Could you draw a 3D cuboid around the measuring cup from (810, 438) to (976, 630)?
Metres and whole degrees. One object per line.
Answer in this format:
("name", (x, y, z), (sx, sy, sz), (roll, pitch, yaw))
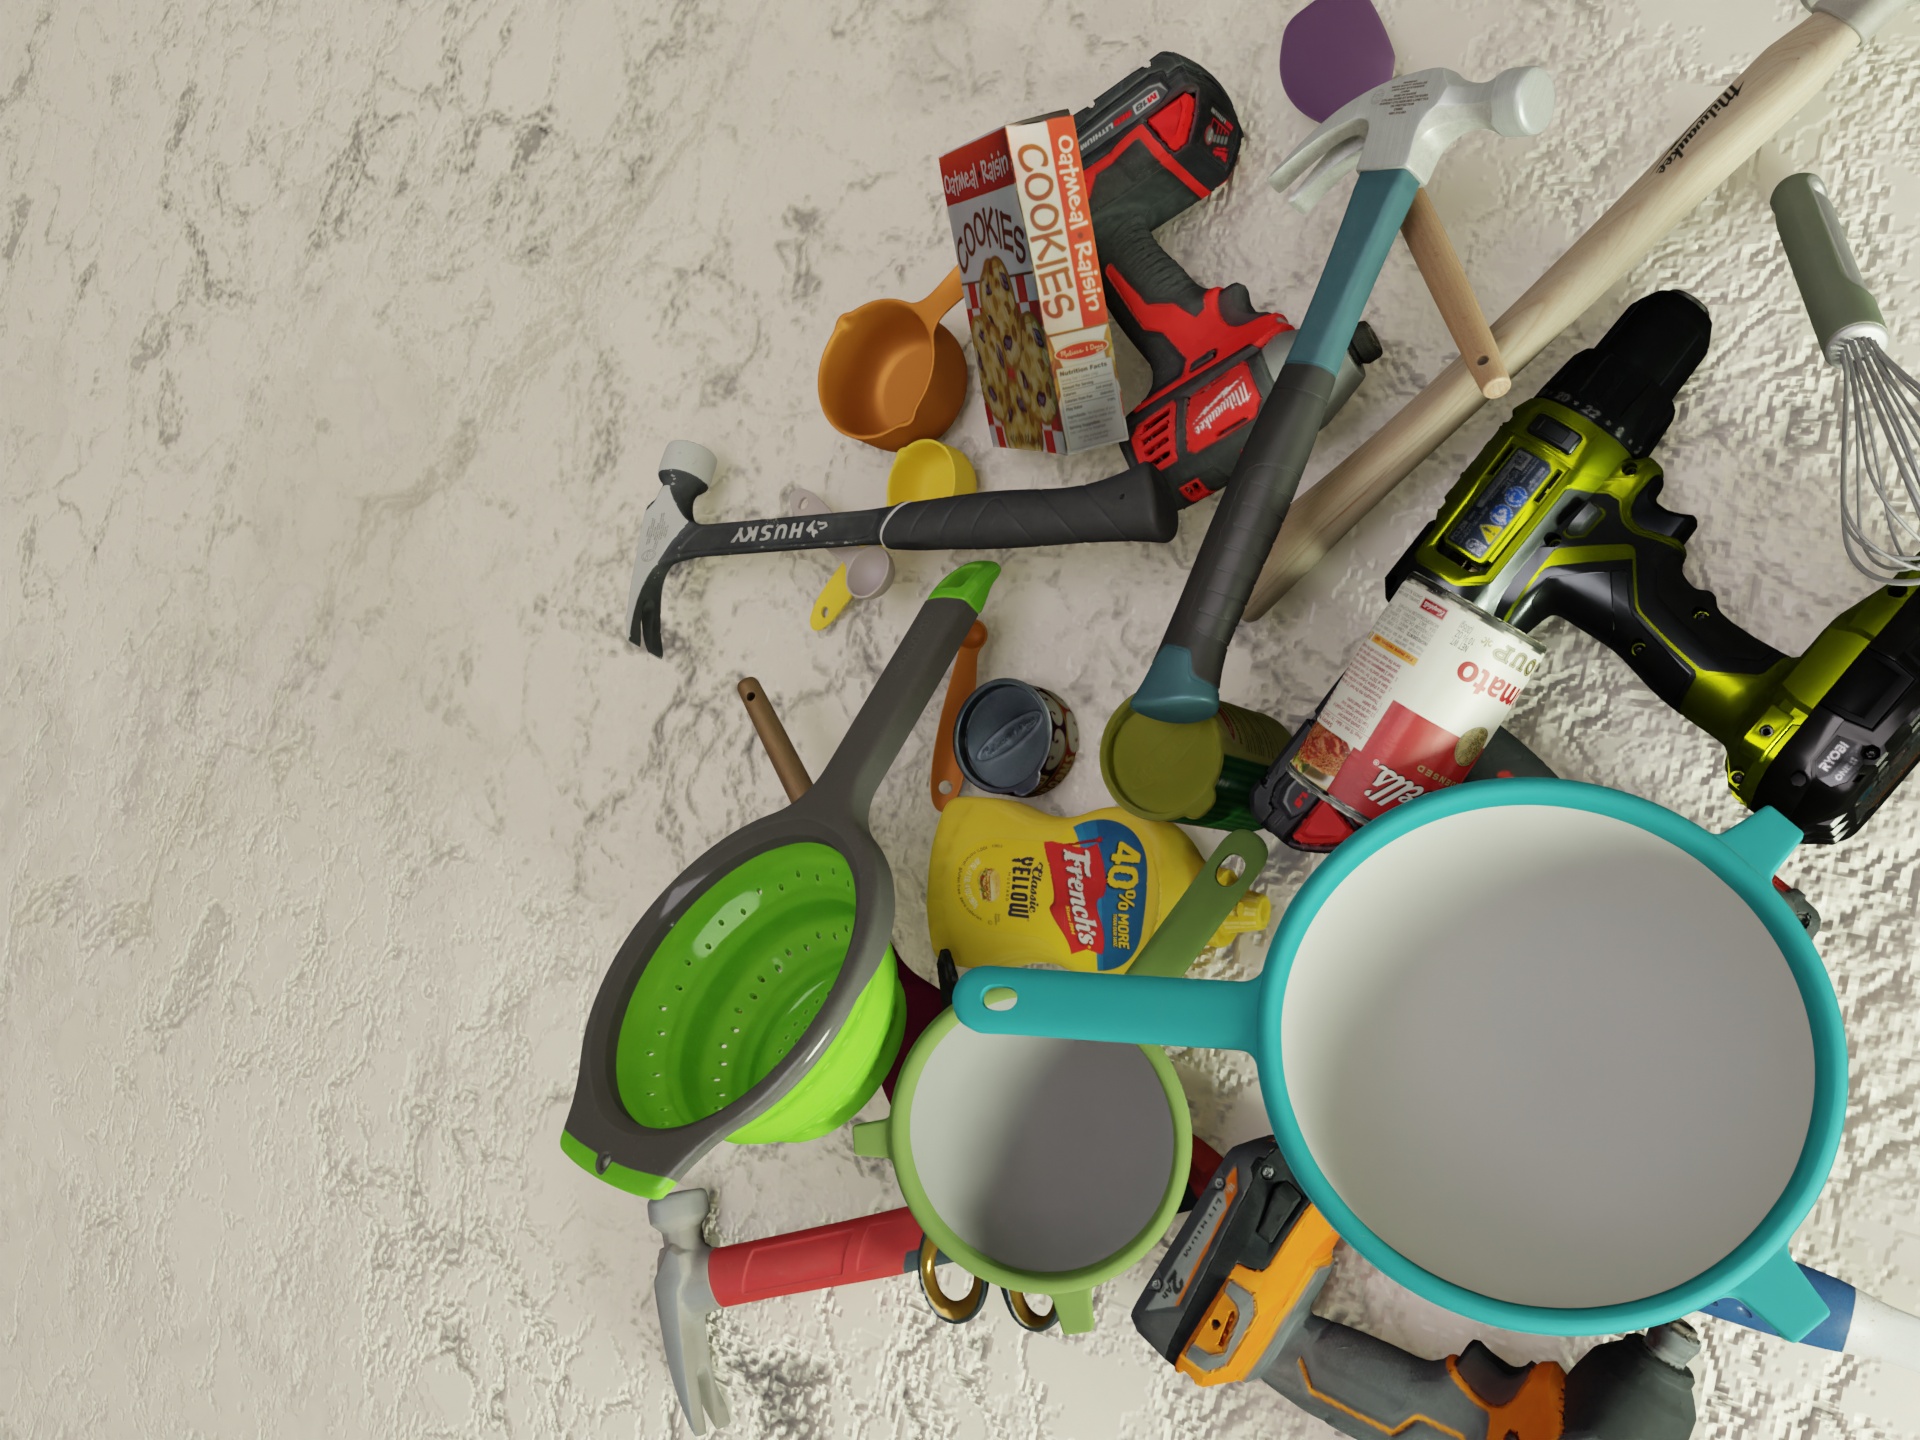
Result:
("measuring cup", (-0.044, -0.109, 0.990), (0.156, 0.029, 0.062), (-48, 57, 32))

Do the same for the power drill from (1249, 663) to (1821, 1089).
("power drill", (0.243, 0.089, 0.738), (0.227, 0.080, 0.188), (44, 107, 27))

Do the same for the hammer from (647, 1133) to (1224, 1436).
("hammer", (-0.022, 0.308, 0.899), (0.386, 0.038, 0.143), (-22, 73, 29))

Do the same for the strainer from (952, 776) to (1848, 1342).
("strainer", (0.169, 0.135, 0.660), (0.340, 0.095, 0.211), (1, 68, 19))

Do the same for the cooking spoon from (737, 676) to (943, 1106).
("cooking spoon", (-0.059, 0.107, 0.923), (0.069, 0.017, 0.319), (-32, 70, 10))

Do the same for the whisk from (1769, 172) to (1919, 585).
("whisk", (0.372, -0.149, 0.655), (0.059, 0.057, 0.247), (-34, 37, 41))

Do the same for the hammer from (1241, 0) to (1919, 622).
("hammer", (0.273, -0.189, 0.741), (0.038, 0.146, 0.410), (39, 115, -12))

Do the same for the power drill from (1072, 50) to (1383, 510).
("power drill", (0.130, -0.238, 0.862), (0.143, 0.078, 0.220), (-28, 72, 28))

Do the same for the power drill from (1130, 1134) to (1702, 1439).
("power drill", (0.210, 0.288, 0.727), (0.227, 0.084, 0.164), (34, 99, 29))

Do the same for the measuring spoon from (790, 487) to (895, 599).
("measuring spoon", (-0.074, -0.112, 0.992), (0.034, 0.018, 0.124), (-53, 47, 11))

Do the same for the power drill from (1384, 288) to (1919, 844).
("power drill", (0.330, -0.073, 0.703), (0.229, 0.080, 0.190), (42, 98, 33))

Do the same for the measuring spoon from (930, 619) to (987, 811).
("measuring spoon", (-0.002, -0.003, 0.949), (0.021, 0.011, 0.117), (10, 90, 4))

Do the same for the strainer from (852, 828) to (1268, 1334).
("strainer", (0.075, 0.162, 0.800), (0.151, 0.069, 0.256), (36, 92, 15))

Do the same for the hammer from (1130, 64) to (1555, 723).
("hammer", (0.160, -0.152, 0.749), (0.128, 0.033, 0.331), (20, 86, 50))

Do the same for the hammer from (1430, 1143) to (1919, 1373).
("hammer", (0.359, 0.245, 0.624), (0.406, 0.035, 0.144), (15, 92, 25))

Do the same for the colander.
("colander", (-0.059, 0.089, 0.871), (0.204, 0.094, 0.397), (3, 56, 49))

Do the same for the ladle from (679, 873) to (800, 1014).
("ladle", (-0.085, 0.051, 0.970), (0.078, 0.062, 0.320), (38, 101, 32))

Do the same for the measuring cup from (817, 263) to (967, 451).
("measuring cup", (-0.009, -0.236, 0.966), (0.173, 0.052, 0.095), (-42, 63, 19))

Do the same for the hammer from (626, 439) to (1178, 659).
("hammer", (-0.053, -0.110, 0.937), (0.409, 0.036, 0.149), (2, 70, 39))

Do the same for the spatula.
("spatula", (0.215, -0.272, 0.794), (0.060, 0.018, 0.316), (-30, 49, 26))
